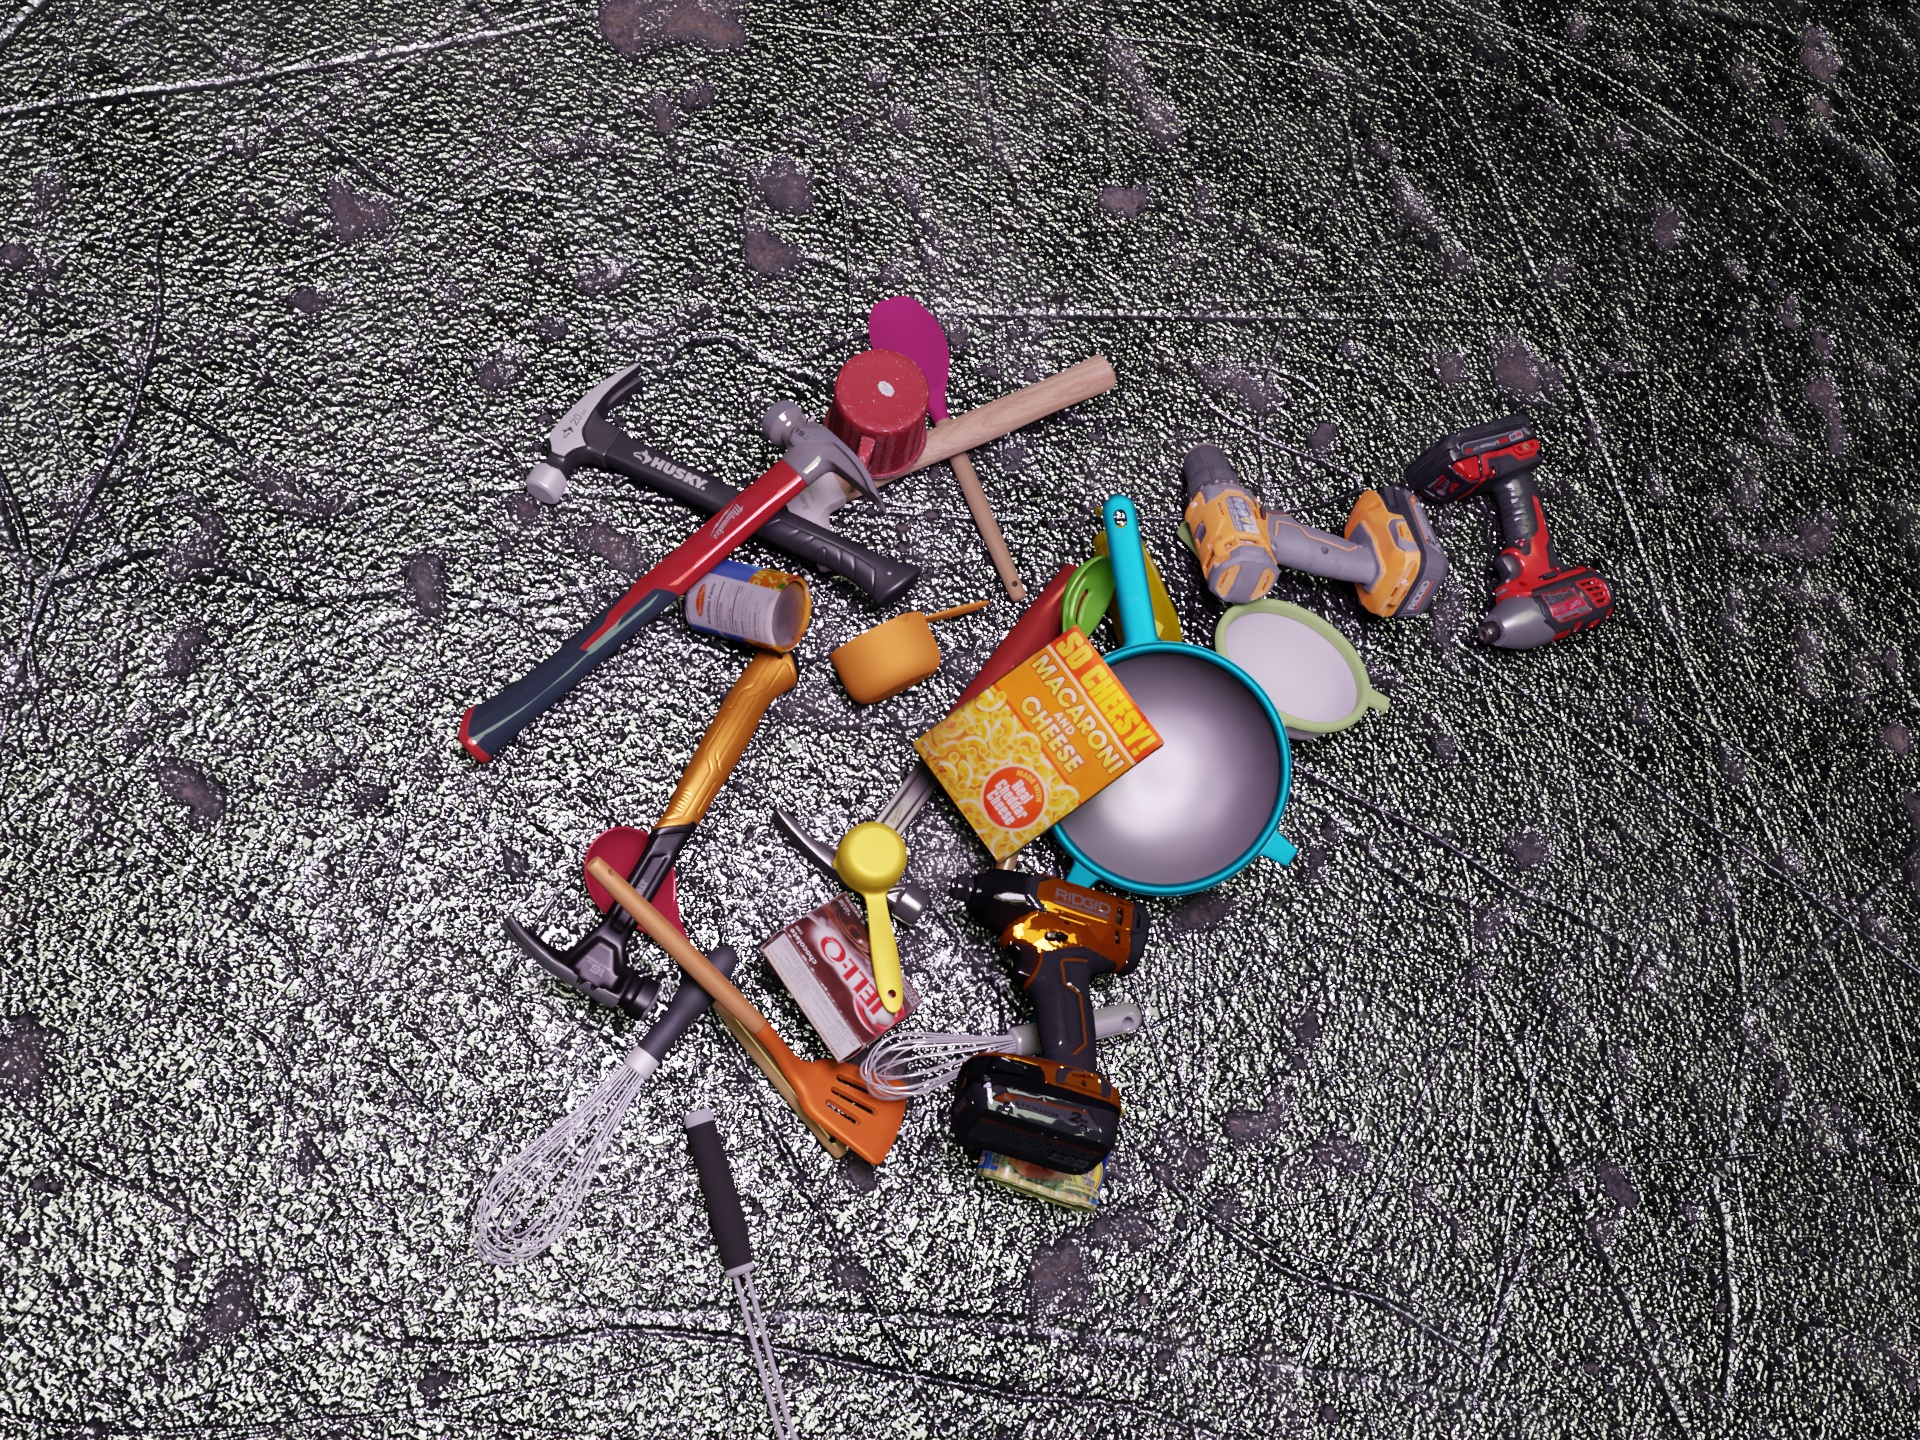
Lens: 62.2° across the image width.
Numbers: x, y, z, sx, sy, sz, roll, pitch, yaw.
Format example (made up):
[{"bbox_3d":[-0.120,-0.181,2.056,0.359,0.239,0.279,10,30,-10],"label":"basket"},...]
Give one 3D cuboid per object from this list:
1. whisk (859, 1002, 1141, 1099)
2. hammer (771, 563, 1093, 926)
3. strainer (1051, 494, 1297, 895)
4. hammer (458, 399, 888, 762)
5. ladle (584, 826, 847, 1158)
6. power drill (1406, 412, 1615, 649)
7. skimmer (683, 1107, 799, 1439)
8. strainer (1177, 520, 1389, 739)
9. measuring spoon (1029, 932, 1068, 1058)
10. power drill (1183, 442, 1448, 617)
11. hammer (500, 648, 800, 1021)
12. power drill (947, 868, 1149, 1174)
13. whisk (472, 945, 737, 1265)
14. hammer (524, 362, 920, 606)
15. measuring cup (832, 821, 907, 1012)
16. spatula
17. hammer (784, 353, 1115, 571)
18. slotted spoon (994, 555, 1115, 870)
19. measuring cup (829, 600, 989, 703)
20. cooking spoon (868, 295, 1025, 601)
[{"bbox_3d":[0.036,0.260,1.275,0.246,0.059,0.057,-8,111,-22],"label":"whisk"},{"bbox_3d":[-0.002,-0.004,1.371,0.149,0.036,0.359,37,68,0],"label":"hammer"},{"bbox_3d":[0.163,-0.020,1.364,0.211,0.095,0.340,-10,83,7],"label":"strainer"},{"bbox_3d":[-0.237,-0.095,1.279,0.386,0.038,0.143,-42,61,-7],"label":"hammer"},{"bbox_3d":[-0.190,0.216,1.254,0.069,0.031,0.315,-37,86,-21],"label":"ladle"},{"bbox_3d":[0.530,-0.176,1.546,0.143,0.078,0.220,-19,80,-19],"label":"power drill"},{"bbox_3d":[-0.154,0.461,1.147,0.127,0.090,0.363,-22,74,12],"label":"skimmer"},{"bbox_3d":[0.262,-0.073,1.454,0.151,0.069,0.257,-12,57,-32],"label":"strainer"},{"bbox_3d":[0.076,0.230,1.319,0.042,0.021,0.129,19,69,-8],"label":"measuring spoon"},{"bbox_3d":[0.316,-0.181,1.476,0.226,0.084,0.186,5,46,-15],"label":"power drill"},{"bbox_3d":[-0.225,0.065,1.266,0.127,0.034,0.337,34,59,-11],"label":"hammer"},{"bbox_3d":[0.056,0.219,1.236,0.164,0.084,0.227,19,51,-8],"label":"power drill"},{"bbox_3d":[-0.260,0.282,1.188,0.070,0.070,0.285,38,70,0],"label":"whisk"},{"bbox_3d":[-0.190,-0.188,1.362,0.335,0.035,0.146,25,67,4],"label":"hammer"},{"bbox_3d":[-0.062,0.152,1.258,0.062,0.029,0.157,-3,63,-16],"label":"measuring cup"},{"bbox_3d":[-0.162,0.214,1.205,0.322,0.041,0.081,49,36,-20],"label":"spatula"},{"bbox_3d":[-0.009,-0.257,1.437,0.331,0.031,0.130,-26,79,-14],"label":"hammer"},{"bbox_3d":[0.074,0.004,1.367,0.031,0.070,0.314,11,78,31],"label":"slotted spoon"},{"bbox_3d":[-0.030,-0.062,1.369,0.173,0.095,0.052,-20,83,-38],"label":"measuring cup"},{"bbox_3d":[-0.007,-0.252,1.462,0.068,0.017,0.319,-20,77,-13],"label":"cooking spoon"}]
